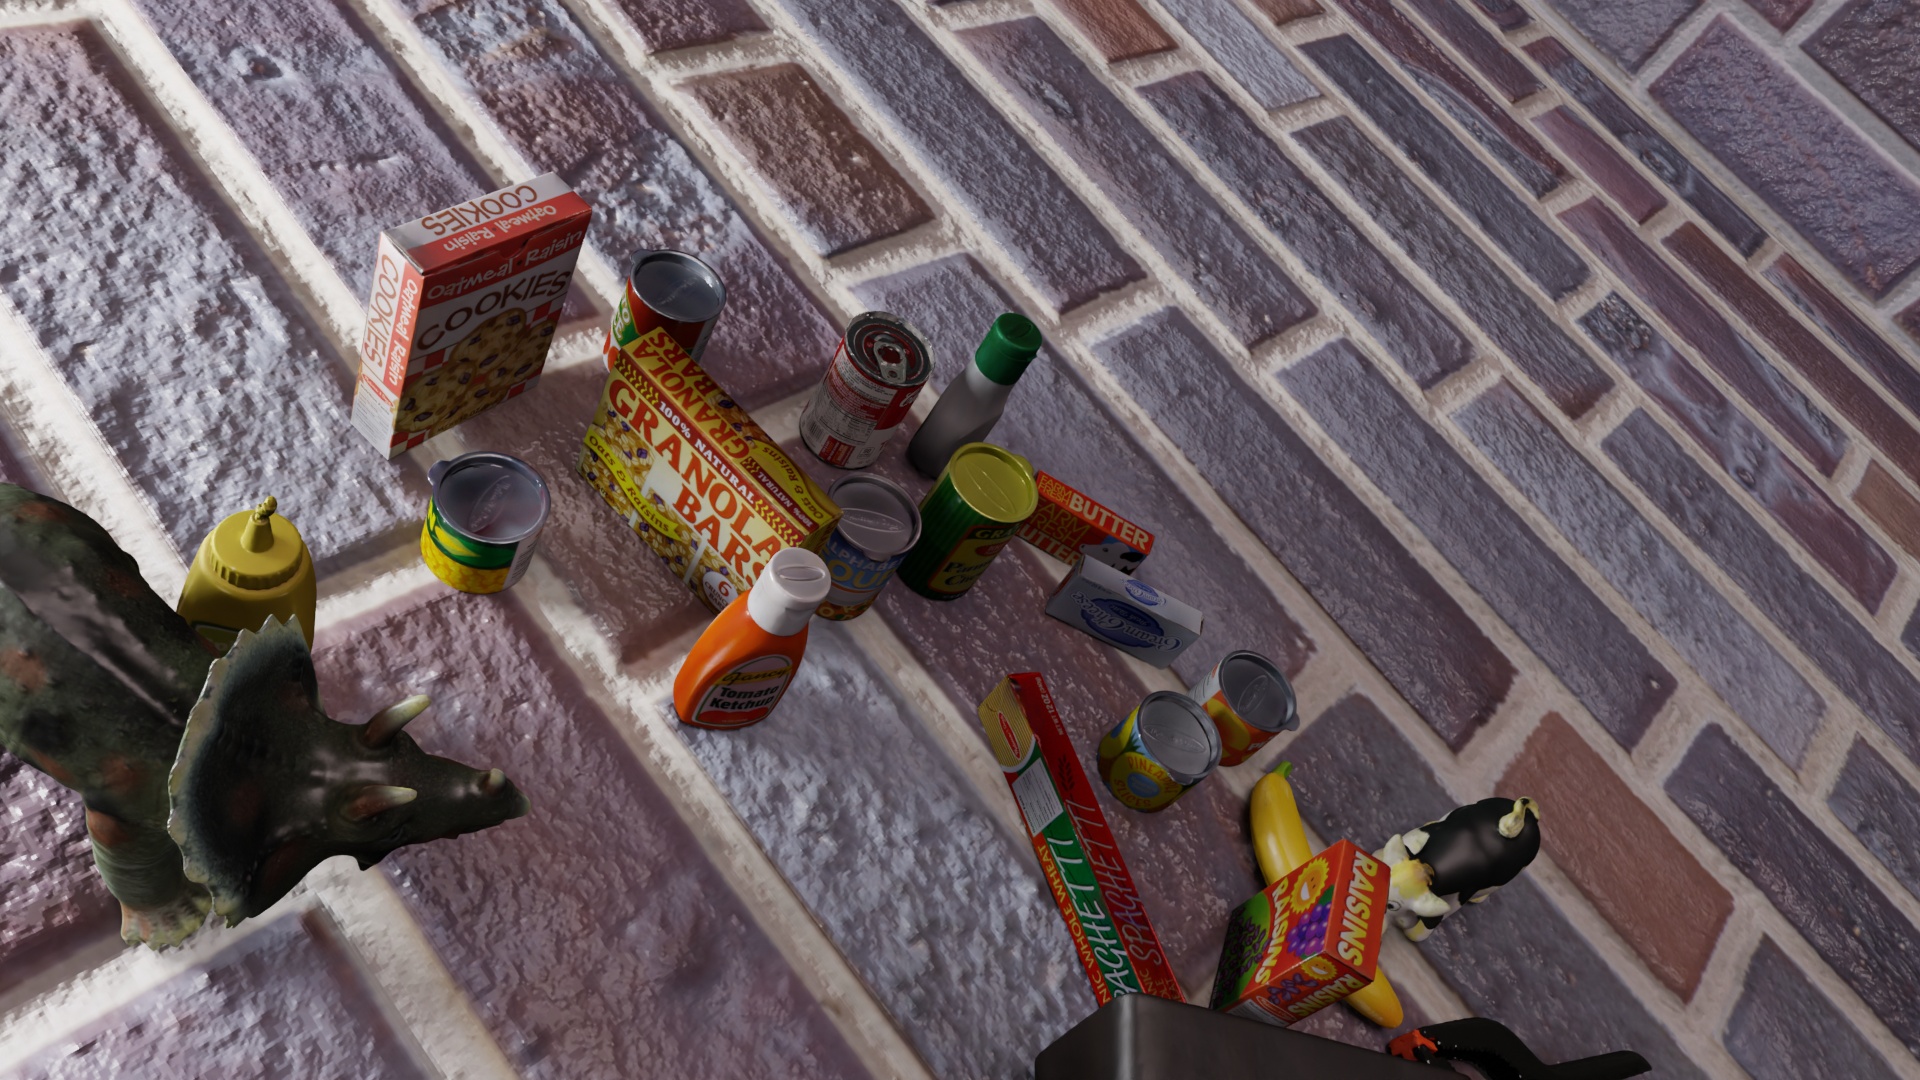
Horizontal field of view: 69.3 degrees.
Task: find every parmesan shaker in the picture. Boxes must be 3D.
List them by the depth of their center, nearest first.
[{"bbox_3d":[0.003,-0.012,0.967,0.071,0.102,0.072,16,49,-19],"label":"parmesan shaker"}]

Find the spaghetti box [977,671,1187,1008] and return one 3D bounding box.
[{"bbox_3d":[0.076,0.203,0.876,0.029,0.050,0.251,-5,58,-33],"label":"spaghetti box"}]

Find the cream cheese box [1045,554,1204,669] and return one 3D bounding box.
[{"bbox_3d":[0.120,0.053,1.018,0.104,0.053,0.024,26,47,-10],"label":"cream cheese box"}]

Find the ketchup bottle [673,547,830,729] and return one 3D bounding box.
[{"bbox_3d":[-0.118,0.058,0.808,0.065,0.148,0.044,1,56,-30],"label":"ketchup bottle"}]

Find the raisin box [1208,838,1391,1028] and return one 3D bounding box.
[{"bbox_3d":[0.211,0.251,0.866,0.040,0.122,0.086,33,46,-4],"label":"raisin box"}]

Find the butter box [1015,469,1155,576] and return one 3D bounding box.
[{"bbox_3d":[0.089,-0.007,1.047,0.103,0.052,0.024,30,46,-6],"label":"butter box"}]

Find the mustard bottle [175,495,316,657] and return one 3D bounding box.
[{"bbox_3d":[-0.353,0.028,0.688,0.065,0.159,0.049,15,49,-20],"label":"mustard bottle"}]

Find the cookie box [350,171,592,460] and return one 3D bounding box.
[{"bbox_3d":[-0.298,-0.135,0.843,0.040,0.166,0.123,44,46,7],"label":"cookie box"}]

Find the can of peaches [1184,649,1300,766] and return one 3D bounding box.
[{"bbox_3d":[0.202,0.124,1.006,0.071,0.057,0.071,16,49,-19],"label":"can of peaches"}]

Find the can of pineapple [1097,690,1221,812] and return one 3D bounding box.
[{"bbox_3d":[0.135,0.146,0.950,0.071,0.057,0.071,16,49,-19],"label":"can of pineapple"}]

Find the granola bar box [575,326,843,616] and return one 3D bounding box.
[{"bbox_3d":[-0.162,-0.033,0.872,0.165,0.123,0.039,45,46,8],"label":"granola bar box"}]

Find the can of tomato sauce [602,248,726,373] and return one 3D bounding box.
[{"bbox_3d":[-0.209,-0.151,0.966,0.071,0.082,0.071,16,49,-19],"label":"can of tomato sauce"}]

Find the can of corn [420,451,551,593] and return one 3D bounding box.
[{"bbox_3d":[-0.286,-0.011,0.828,0.071,0.058,0.071,16,49,-19],"label":"can of corn"}]

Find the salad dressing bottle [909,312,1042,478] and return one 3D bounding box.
[{"bbox_3d":[0.011,-0.104,1.013,0.044,0.147,0.064,47,46,10],"label":"salad dressing bottle"}]

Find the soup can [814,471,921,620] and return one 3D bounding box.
[{"bbox_3d":[-0.072,0.007,0.921,0.071,0.083,0.072,16,49,-19],"label":"soup can"}]
